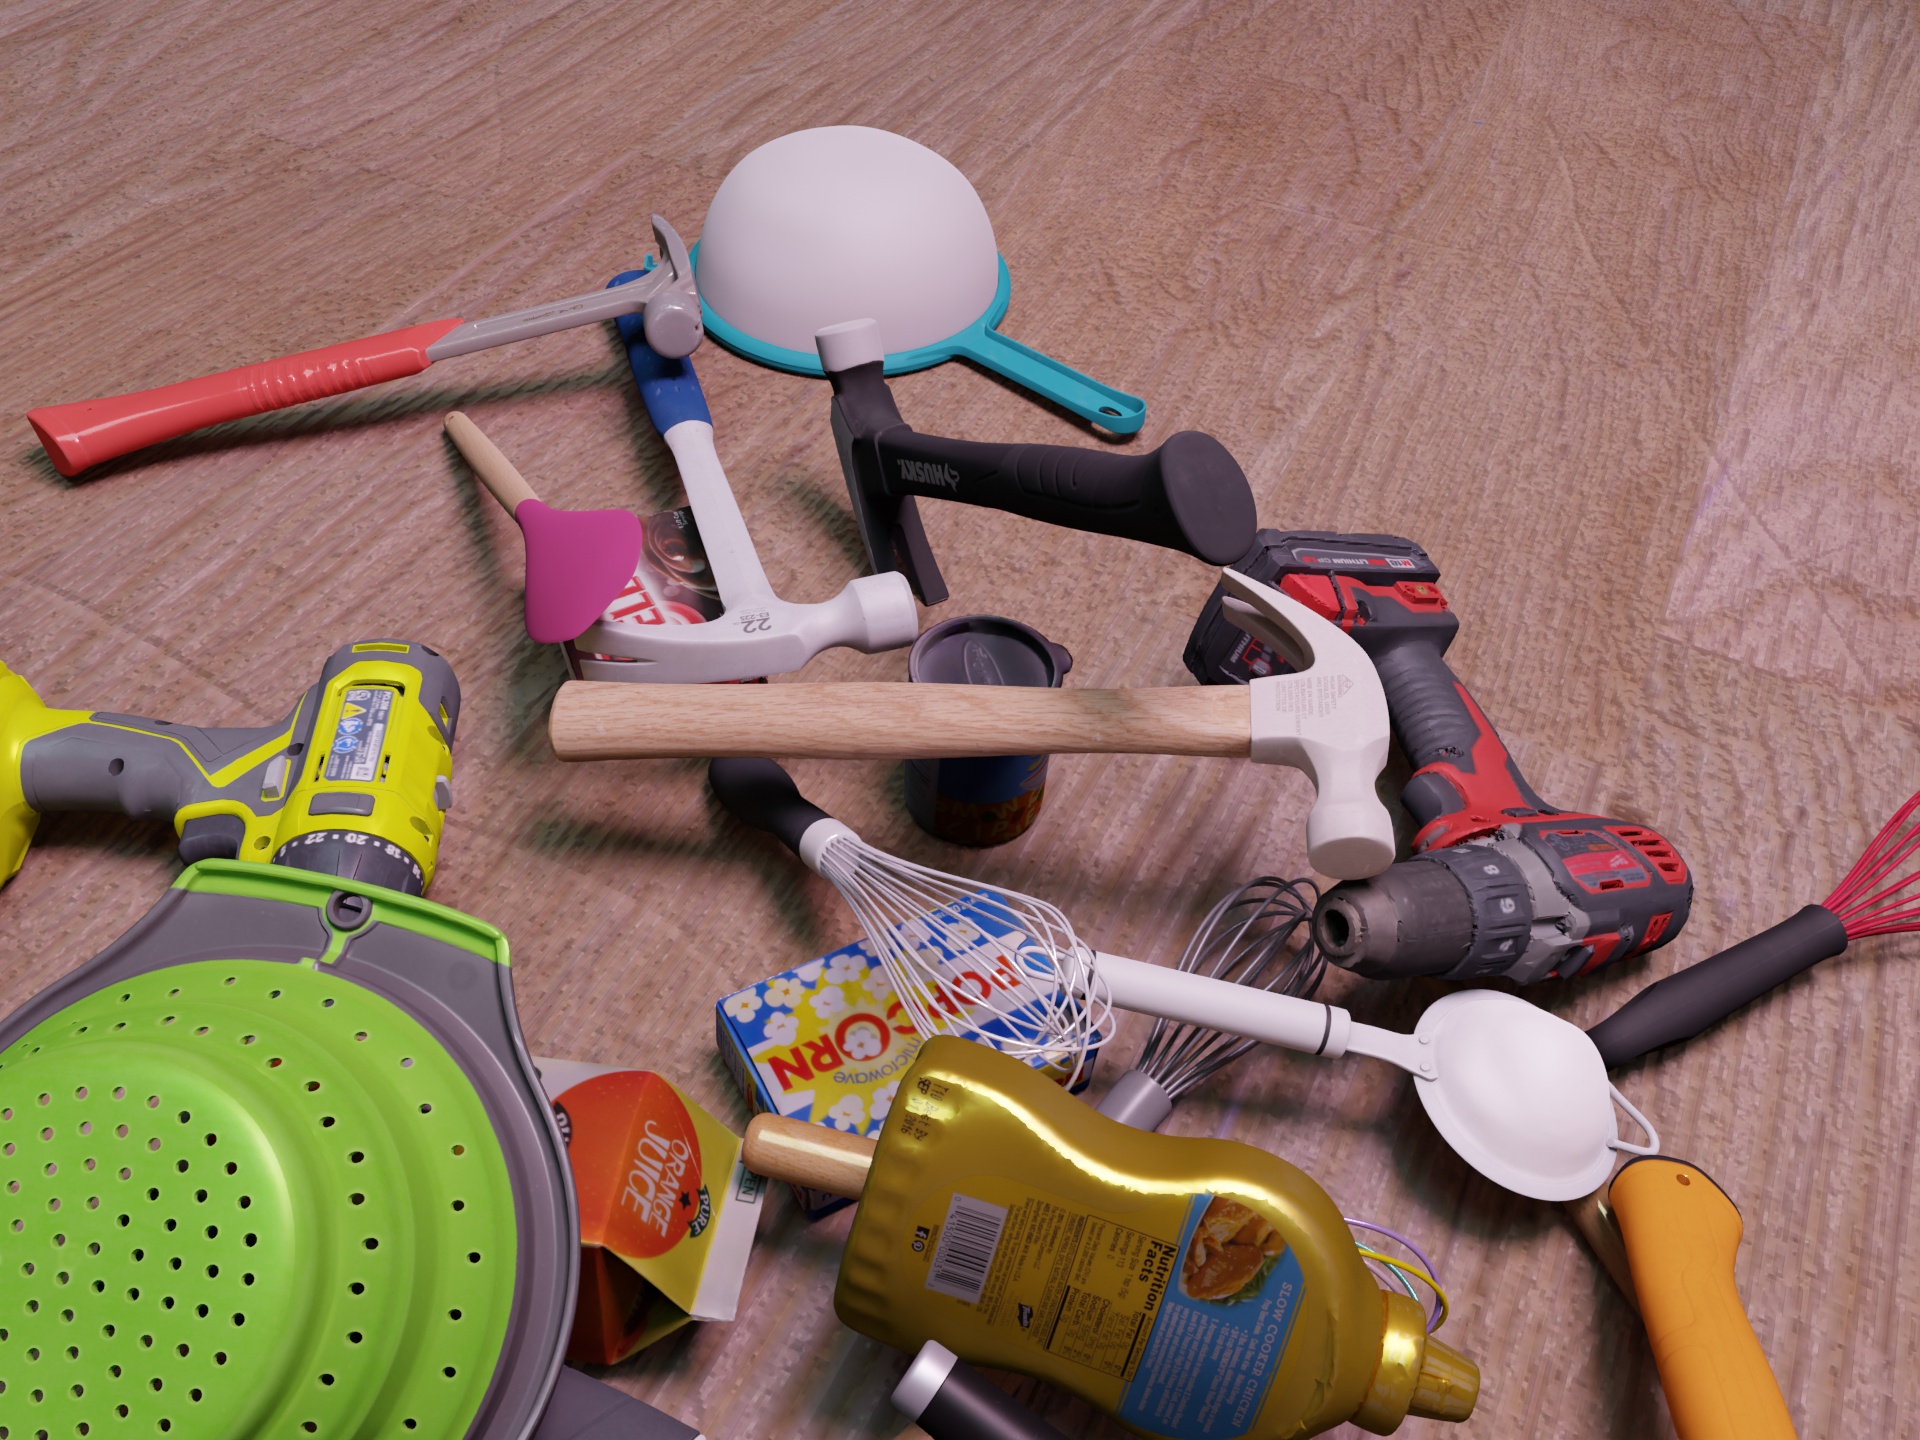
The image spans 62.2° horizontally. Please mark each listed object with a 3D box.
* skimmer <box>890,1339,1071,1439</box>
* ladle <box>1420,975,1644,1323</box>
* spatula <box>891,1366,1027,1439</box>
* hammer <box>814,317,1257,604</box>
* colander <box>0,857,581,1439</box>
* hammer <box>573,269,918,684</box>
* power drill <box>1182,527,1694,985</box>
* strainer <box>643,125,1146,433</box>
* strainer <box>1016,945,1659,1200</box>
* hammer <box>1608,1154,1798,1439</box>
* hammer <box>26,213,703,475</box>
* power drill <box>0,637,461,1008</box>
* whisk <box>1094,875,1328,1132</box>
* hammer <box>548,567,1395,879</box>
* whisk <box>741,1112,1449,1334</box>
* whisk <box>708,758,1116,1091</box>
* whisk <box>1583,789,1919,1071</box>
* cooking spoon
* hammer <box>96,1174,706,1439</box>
[{"bbox_3d":[0.148,0.265,0.431,0.363,0.090,0.127,33,18,11],"label":"skimmer"},{"bbox_3d":[0.249,0.208,0.572,0.069,0.031,0.316,-5,44,-22],"label":"ladle"},{"bbox_3d":[-0.077,0.285,0.465,0.317,0.044,0.082,-34,82,-33],"label":"spatula"},{"bbox_3d":[0.020,-0.098,0.680,0.035,0.146,0.335,-19,19,-20],"label":"hammer"},{"bbox_3d":[-0.227,0.219,0.386,0.204,0.094,0.397,13,71,2],"label":"colander"},{"bbox_3d":[-0.145,-0.143,0.823,0.144,0.035,0.406,-12,39,-12],"label":"hammer"},{"bbox_3d":[0.185,0.018,0.685,0.187,0.080,0.227,-2,46,-32],"label":"power drill"},{"bbox_3d":[-0.023,-0.280,0.966,0.341,0.095,0.211,33,53,26],"label":"strainer"},{"bbox_3d":[0.146,0.118,0.592,0.258,0.050,0.087,13,47,-1],"label":"strainer"},{"bbox_3d":[0.220,0.244,0.432,0.127,0.034,0.337,16,30,1],"label":"hammer"},{"bbox_3d":[-0.322,-0.203,0.878,0.359,0.036,0.149,-16,38,-6],"label":"hammer"},{"bbox_3d":[-0.329,0.048,0.650,0.228,0.080,0.191,1,46,-7],"label":"power drill"},{"bbox_3d":[0.071,0.142,0.609,0.055,0.055,0.239,32,56,24],"label":"whisk"},{"bbox_3d":[-0.001,-0.002,0.632,0.331,0.031,0.130,0,53,8],"label":"hammer"},{"bbox_3d":[0.044,0.177,0.543,0.245,0.047,0.051,13,68,4],"label":"whisk"},{"bbox_3d":[-0.035,0.061,0.619,0.070,0.070,0.285,-24,30,-24],"label":"whisk"},{"bbox_3d":[0.384,0.082,0.681,0.296,0.073,0.073,-22,52,-17],"label":"whisk"},{"bbox_3d":[-0.215,-0.107,0.771,0.069,0.017,0.319,-48,36,-1],"label":"cooking spoon"},{"bbox_3d":[-0.068,0.227,0.475,0.409,0.036,0.149,23,46,2],"label":"hammer"}]
